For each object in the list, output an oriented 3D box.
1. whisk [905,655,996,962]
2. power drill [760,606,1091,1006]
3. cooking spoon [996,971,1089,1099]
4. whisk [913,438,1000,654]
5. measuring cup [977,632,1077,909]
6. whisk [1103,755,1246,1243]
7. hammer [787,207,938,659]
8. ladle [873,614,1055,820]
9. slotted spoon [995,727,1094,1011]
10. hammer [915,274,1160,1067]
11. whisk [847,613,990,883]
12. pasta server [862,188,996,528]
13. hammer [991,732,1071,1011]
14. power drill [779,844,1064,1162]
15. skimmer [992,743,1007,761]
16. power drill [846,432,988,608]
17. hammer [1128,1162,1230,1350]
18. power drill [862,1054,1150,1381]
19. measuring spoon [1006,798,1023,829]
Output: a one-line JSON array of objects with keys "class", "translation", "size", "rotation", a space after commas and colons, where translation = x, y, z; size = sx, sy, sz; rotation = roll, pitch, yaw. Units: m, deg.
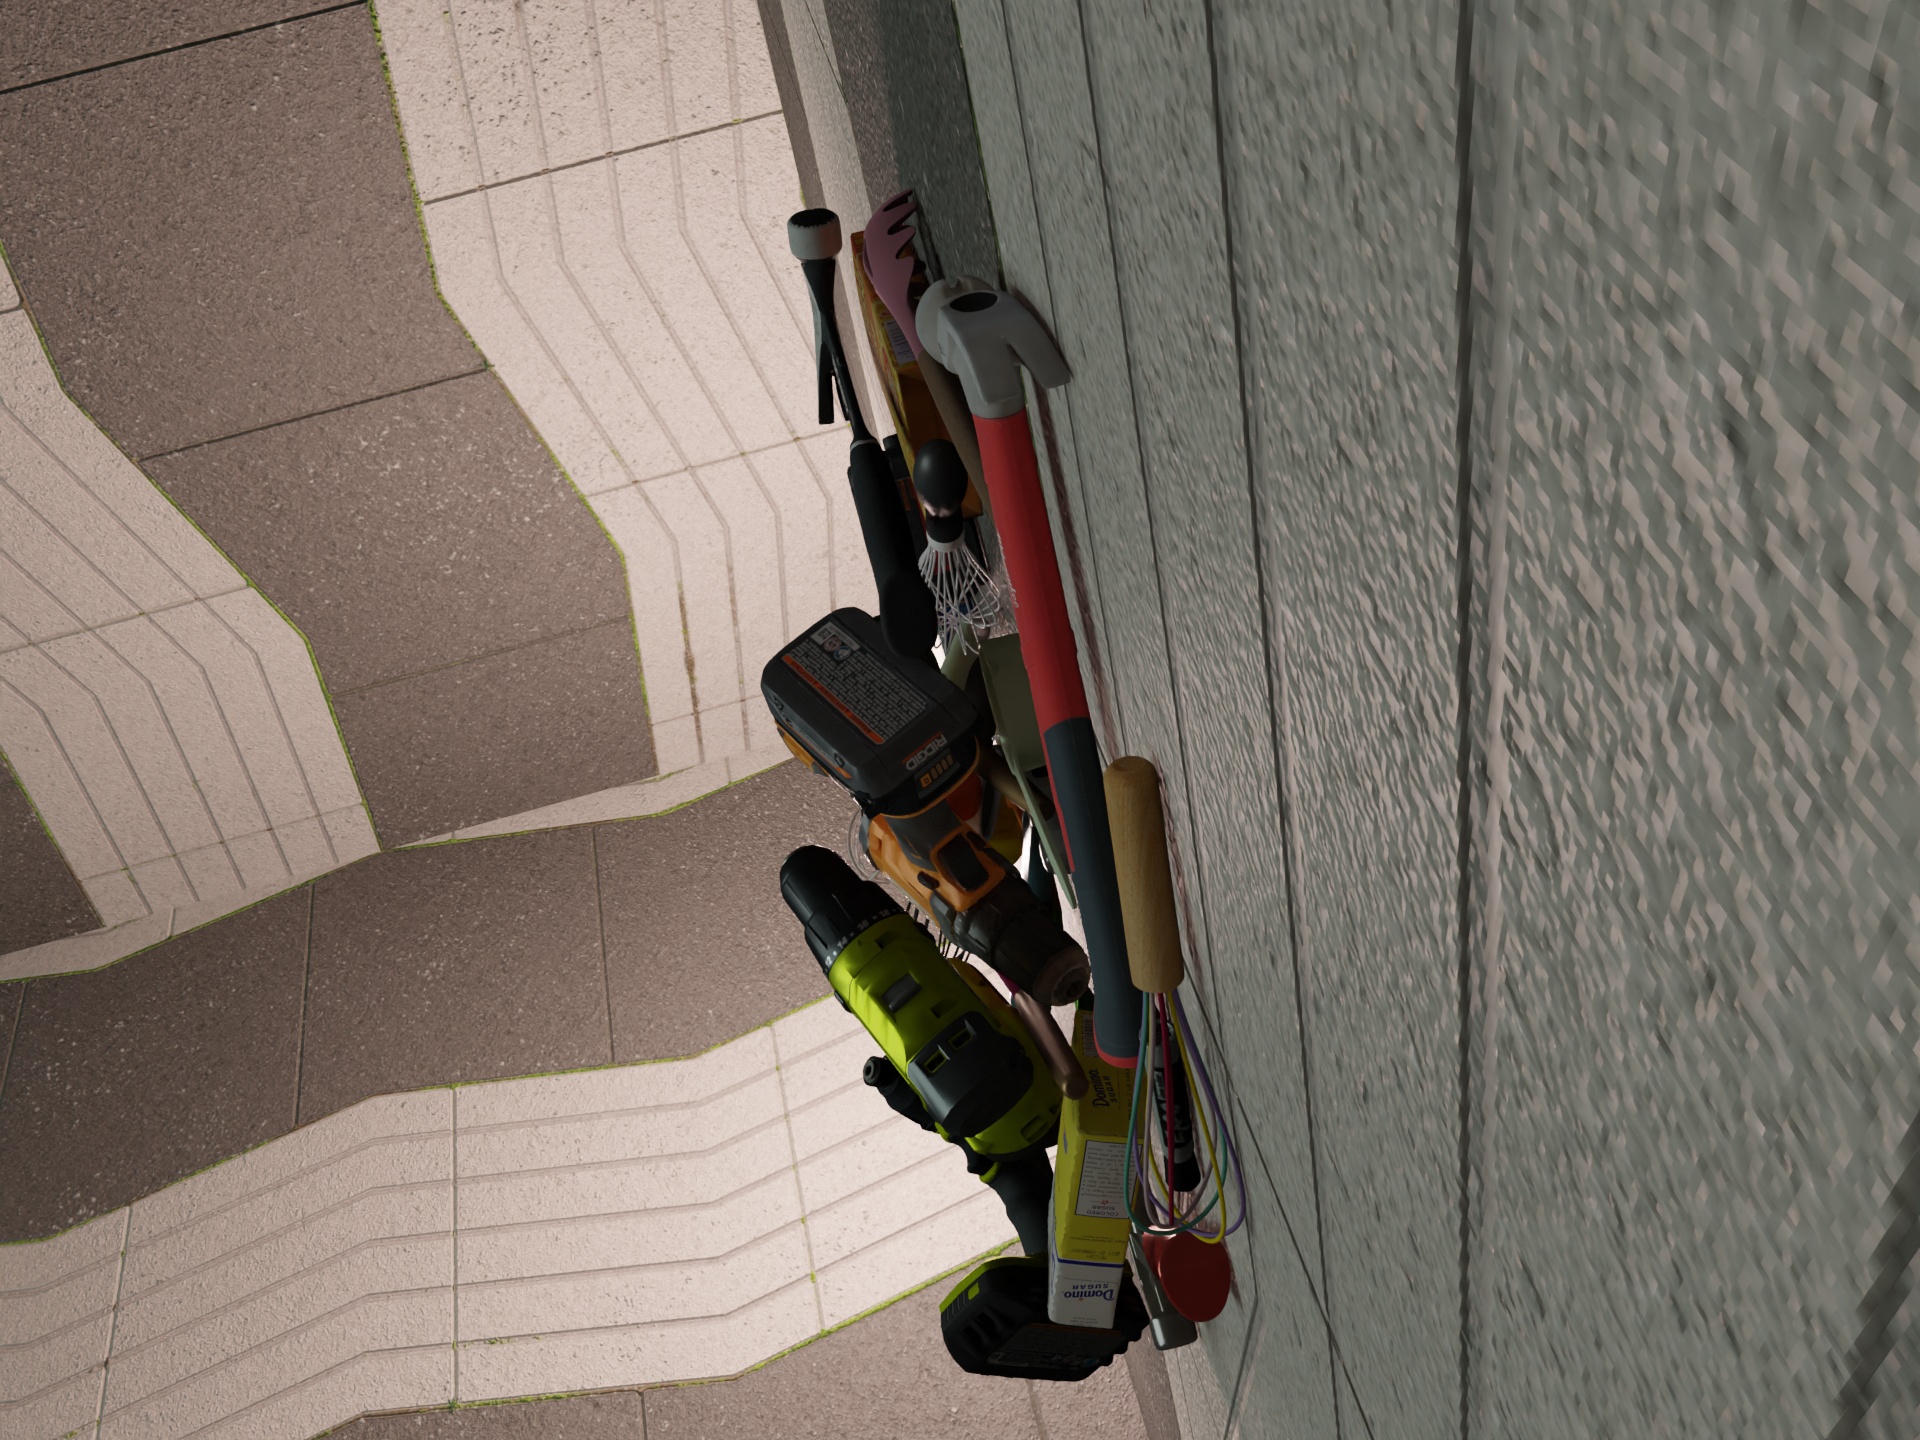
[{"class": "whisk", "translation": [-0.001, 0.067, 1.123], "size": [0.055, 0.055, 0.239], "rotation": [85, -165, -77]}, {"class": "power drill", "translation": [-0.011, 0.061, 0.909], "size": [0.186, 0.084, 0.226], "rotation": [40, 163, 38]}, {"class": "cooking spoon", "translation": [0.044, 0.175, 0.963], "size": [0.068, 0.017, 0.319], "rotation": [54, 178, -6]}, {"class": "whisk", "translation": [-0.007, -0.102, 0.967], "size": [0.284, 0.070, 0.070], "rotation": [85, 169, -75]}, {"class": "measuring cup", "translation": [0.049, 0.024, 0.848], "size": [0.083, 0.038, 0.168], "rotation": [78, 174, -56]}, {"class": "whisk", "translation": [0.081, 0.124, 0.661], "size": [0.047, 0.051, 0.244], "rotation": [-97, -3, -64]}, {"class": "hammer", "translation": [-0.062, -0.168, 0.973], "size": [0.409, 0.036, 0.149], "rotation": [-106, 9, -50]}, {"class": "ladle", "translation": [-0.002, -0.003, 1.015], "size": [0.078, 0.062, 0.320], "rotation": [41, 179, -26]}, {"class": "slotted spoon", "translation": [0.066, 0.127, 1.234], "size": [0.070, 0.031, 0.314], "rotation": [83, 174, -60]}, {"class": "hammer", "translation": [0.049, 0.008, 0.700], "size": [0.143, 0.038, 0.386], "rotation": [-113, 8, -62]}, {"class": "whisk", "translation": [-0.025, 0.016, 1.175], "size": [0.059, 0.057, 0.246], "rotation": [-37, 25, 54]}, {"class": "pasta server", "translation": [-0.001, -0.181, 0.850], "size": [0.060, 0.040, 0.317], "rotation": [78, 172, -52]}, {"class": "hammer", "translation": [0.051, 0.120, 1.080], "size": [0.330, 0.033, 0.128], "rotation": [89, 168, -54]}, {"class": "power drill", "translation": [-0.019, 0.175, 0.960], "size": [0.191, 0.080, 0.228], "rotation": [47, 175, 28]}, {"class": "skimmer", "translation": [-0.017, 0.016, 1.289], "size": [0.090, 0.127, 0.363], "rotation": [30, 174, -10]}, {"class": "power drill", "translation": [-0.033, -0.152, 1.203], "size": [0.220, 0.078, 0.143], "rotation": [-101, -3, -83]}, {"class": "hammer", "translation": [0.124, 0.319, 0.978], "size": [0.358, 0.036, 0.149], "rotation": [80, 174, -72]}, {"class": "power drill", "translation": [0.026, 0.316, 1.065], "size": [0.080, 0.171, 0.223], "rotation": [-52, 37, 26]}, {"class": "measuring spoon", "translation": [0.056, 0.080, 1.157], "size": [0.116, 0.011, 0.021], "rotation": [60, -138, -49]}]
